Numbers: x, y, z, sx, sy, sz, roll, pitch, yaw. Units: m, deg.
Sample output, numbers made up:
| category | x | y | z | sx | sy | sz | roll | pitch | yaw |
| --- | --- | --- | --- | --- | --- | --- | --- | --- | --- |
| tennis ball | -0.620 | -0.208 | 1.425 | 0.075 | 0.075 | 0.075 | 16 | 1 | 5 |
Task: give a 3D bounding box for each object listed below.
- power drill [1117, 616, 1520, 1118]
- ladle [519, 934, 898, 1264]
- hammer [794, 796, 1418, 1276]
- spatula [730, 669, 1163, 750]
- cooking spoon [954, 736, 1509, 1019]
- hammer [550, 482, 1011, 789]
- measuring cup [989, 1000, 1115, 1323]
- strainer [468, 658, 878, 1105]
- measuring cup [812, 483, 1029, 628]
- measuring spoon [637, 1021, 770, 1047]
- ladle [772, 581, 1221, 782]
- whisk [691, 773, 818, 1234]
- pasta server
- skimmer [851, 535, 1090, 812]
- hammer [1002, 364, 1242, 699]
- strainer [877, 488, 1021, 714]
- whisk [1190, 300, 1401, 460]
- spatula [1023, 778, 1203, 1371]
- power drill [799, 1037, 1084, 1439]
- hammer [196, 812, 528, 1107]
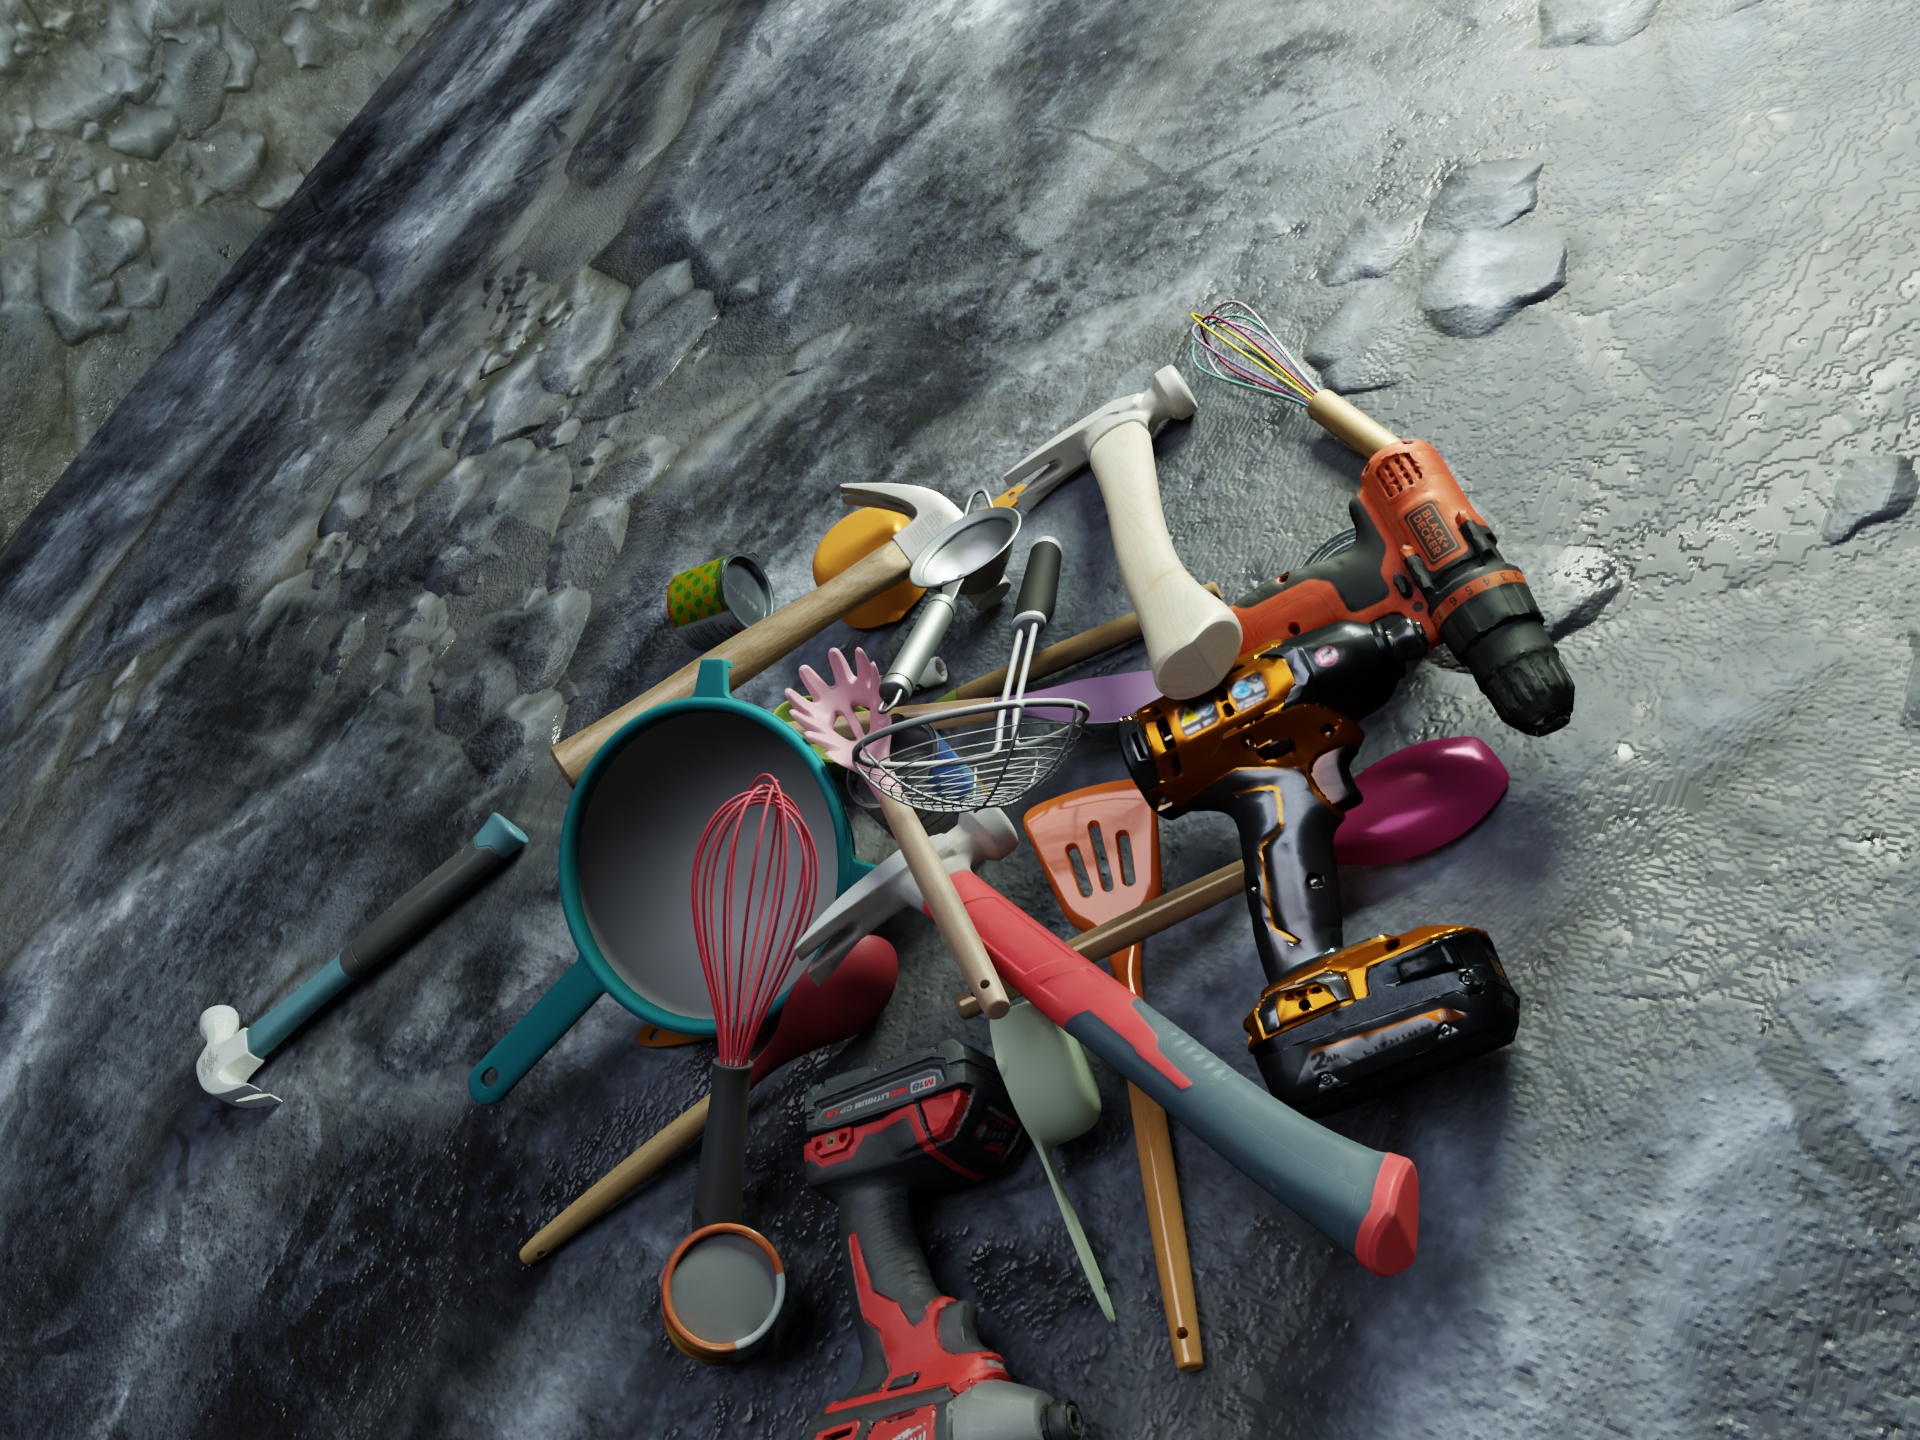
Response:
| category | x | y | z | sx | sy | sz | roll | pitch | yaw |
| --- | --- | --- | --- | --- | --- | --- | --- | --- | --- |
| power drill | 0.186 | 0.061 | 0.782 | 0.164 | 0.084 | 0.227 | -29 | 62 | 20 |
| ladle | -0.158 | 0.239 | 0.970 | 0.315 | 0.069 | 0.031 | -40 | 41 | 12 |
| hammer | 0.059 | 0.153 | 0.767 | 0.143 | 0.038 | 0.387 | -37 | 34 | -16 |
| spatula | -0.002 | -0.003 | 1.015 | 0.316 | 0.018 | 0.060 | -6 | 29 | 17 |
| cooking spoon | 0.142 | 0.088 | 0.853 | 0.319 | 0.017 | 0.069 | -26 | 44 | 3 |
| hammer | -0.136 | -0.057 | 1.106 | 0.331 | 0.031 | 0.130 | -33 | 73 | -10 |
| measuring cup | 0.061 | 0.220 | 0.815 | 0.038 | 0.083 | 0.168 | -25 | 60 | 7 |
| strainer | -0.190 | 0.135 | 1.043 | 0.340 | 0.095 | 0.211 | -45 | 72 | 16 |
| measuring cup | -0.033 | -0.140 | 1.178 | 0.173 | 0.052 | 0.095 | -32 | 40 | 13 |
| measuring spoon | -0.168 | 0.202 | 1.038 | 0.117 | 0.011 | 0.021 | -14 | 51 | 33 |
| ladle | 0.018 | -0.034 | 1.055 | 0.320 | 0.062 | 0.078 | -22 | 28 | 18 |
| whisk | -0.128 | 0.176 | 0.907 | 0.073 | 0.073 | 0.296 | 11 | 96 | 42 |
| pasta server | -0.034 | 0.054 | 0.889 | 0.060 | 0.040 | 0.317 | -30 | 37 | -1 |
| skimmer | 0.025 | -0.054 | 0.950 | 0.127 | 0.090 | 0.363 | -15 | 27 | 17 |
| hammer | 0.101 | -0.114 | 0.976 | 0.146 | 0.038 | 0.411 | -31 | 24 | 14 |
| strainer | -0.011 | -0.073 | 1.022 | 0.087 | 0.050 | 0.259 | -18 | 26 | 28 |
| whisk | 0.224 | -0.220 | 1.060 | 0.051 | 0.047 | 0.245 | -39 | 45 | 2 |
| spatula | 0.092 | 0.174 | 0.838 | 0.081 | 0.041 | 0.323 | -16 | 49 | 11 |
| power drill | -0.013 | 0.284 | 0.805 | 0.143 | 0.078 | 0.220 | -23 | 49 | 22 |
| hammer | -0.478 | 0.186 | 1.268 | 0.331 | 0.033 | 0.128 | -40 | 41 | 4 |
